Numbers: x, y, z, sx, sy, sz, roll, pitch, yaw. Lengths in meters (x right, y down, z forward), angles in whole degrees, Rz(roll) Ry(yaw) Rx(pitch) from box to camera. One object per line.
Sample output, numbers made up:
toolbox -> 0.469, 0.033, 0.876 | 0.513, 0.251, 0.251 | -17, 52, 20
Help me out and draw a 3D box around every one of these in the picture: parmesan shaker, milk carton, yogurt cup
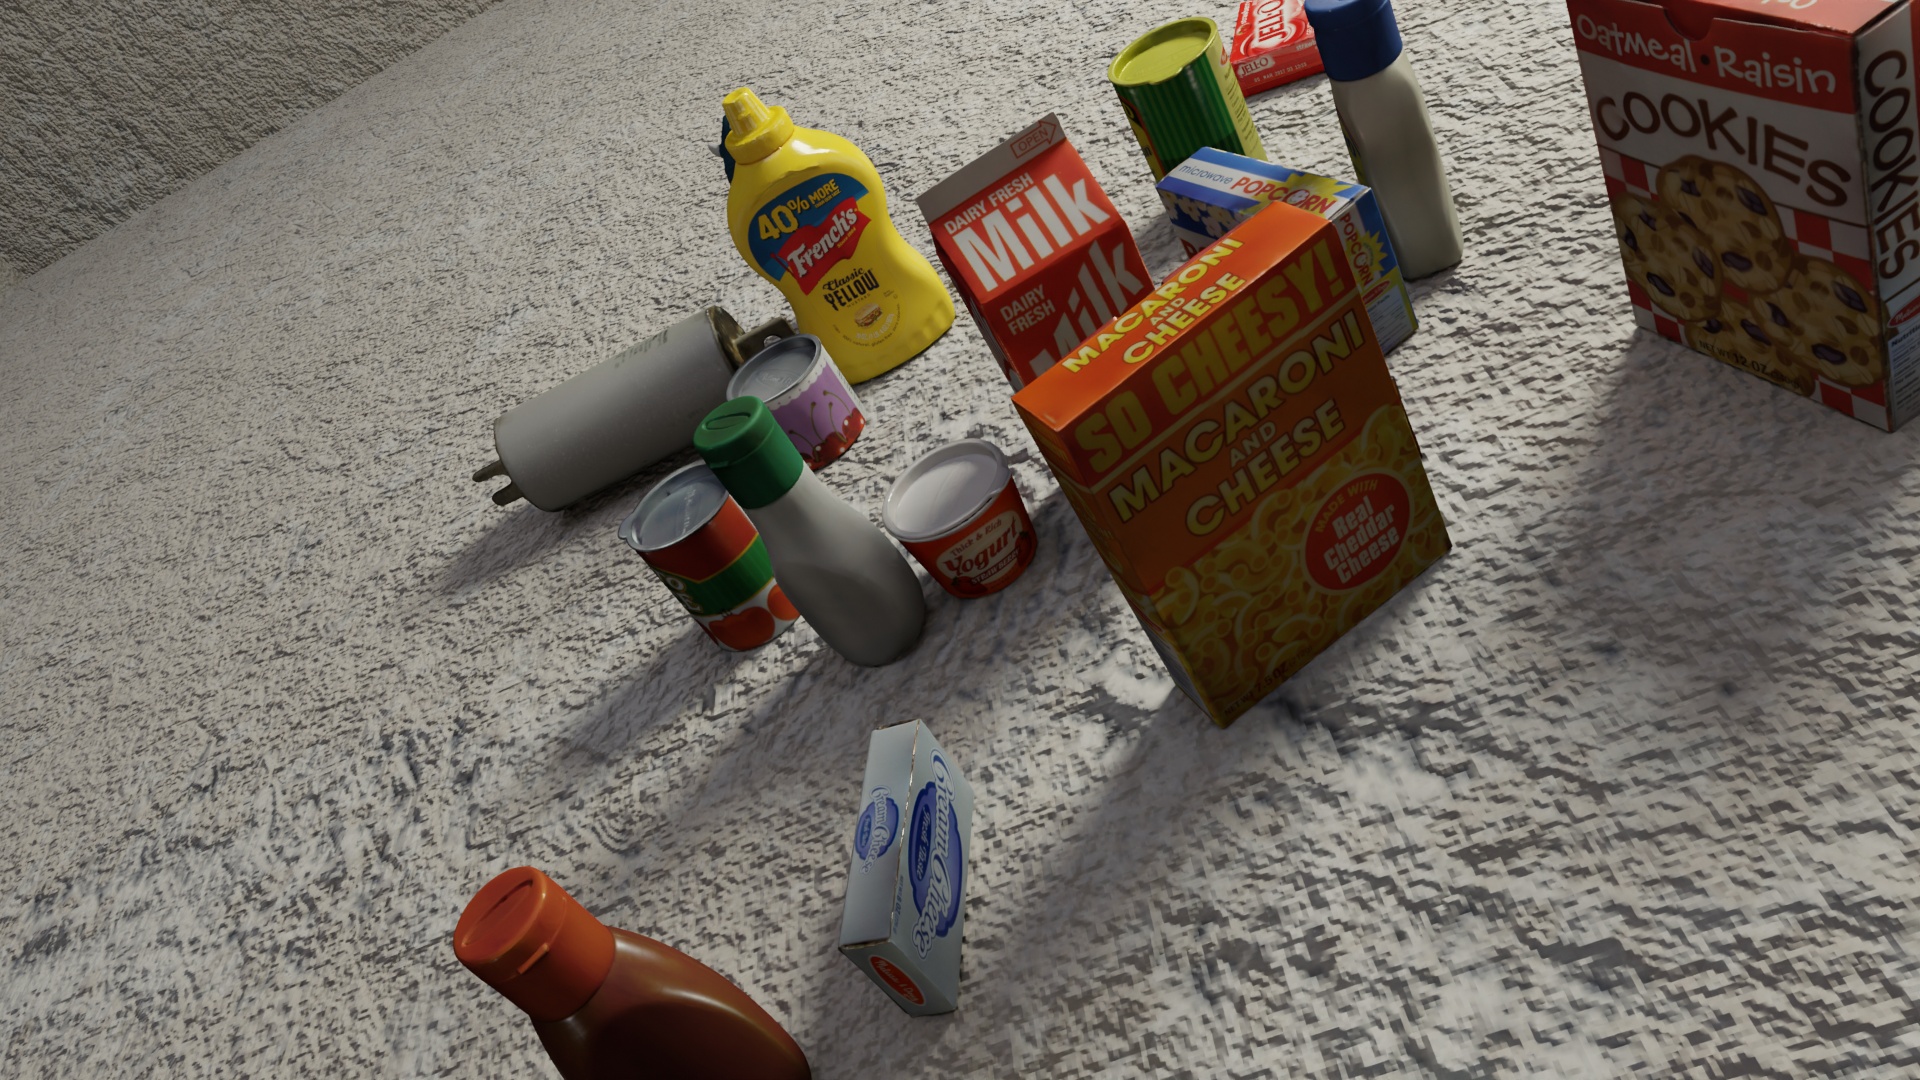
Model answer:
parmesan shaker -> 0.136, -0.241, 0.813 | 0.071, 0.102, 0.072 | -21, 37, 17
milk carton -> 0.051, -0.096, 0.633 | 0.072, 0.190, 0.074 | -32, 36, 2
yogurt cup -> 0.002, -0.009, 0.685 | 0.072, 0.053, 0.073 | -21, 37, 17

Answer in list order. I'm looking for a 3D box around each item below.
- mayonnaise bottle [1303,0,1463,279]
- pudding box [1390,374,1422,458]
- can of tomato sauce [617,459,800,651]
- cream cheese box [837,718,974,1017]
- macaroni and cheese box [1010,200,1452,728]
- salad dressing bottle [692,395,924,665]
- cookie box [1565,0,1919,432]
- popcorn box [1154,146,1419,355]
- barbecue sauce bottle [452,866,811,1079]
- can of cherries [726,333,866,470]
mayonnaise bottle -> 0.206, -0.202, 0.675 | 0.041, 0.147, 0.065 | -21, 37, 17
pudding box -> 0.164, -0.061, 0.627 | 0.030, 0.049, 0.084 | -38, 36, -7
can of tomato sauce -> -0.128, 0.010, 0.738 | 0.071, 0.082, 0.071 | -21, 37, 17
cream cheese box -> -0.019, 0.126, 0.544 | 0.024, 0.053, 0.104 | -18, 38, 21
macaroni and cheese box -> 0.108, -0.024, 0.527 | 0.124, 0.166, 0.040 | -38, 36, -6
salad dressing bottle -> -0.070, -0.003, 0.653 | 0.064, 0.147, 0.044 | -5, 44, 34
cookie box -> 0.294, -0.132, 0.510 | 0.040, 0.167, 0.123 | -35, 36, -3
popcorn box -> 0.161, -0.144, 0.695 | 0.038, 0.085, 0.127 | -40, 36, -9
barbecue sauce bottle -> -0.114, 0.169, 0.485 | 0.065, 0.148, 0.044 | -43, 36, -12
can of cherries -> -0.101, -0.081, 0.844 | 0.071, 0.058, 0.072 | -21, 37, 17
